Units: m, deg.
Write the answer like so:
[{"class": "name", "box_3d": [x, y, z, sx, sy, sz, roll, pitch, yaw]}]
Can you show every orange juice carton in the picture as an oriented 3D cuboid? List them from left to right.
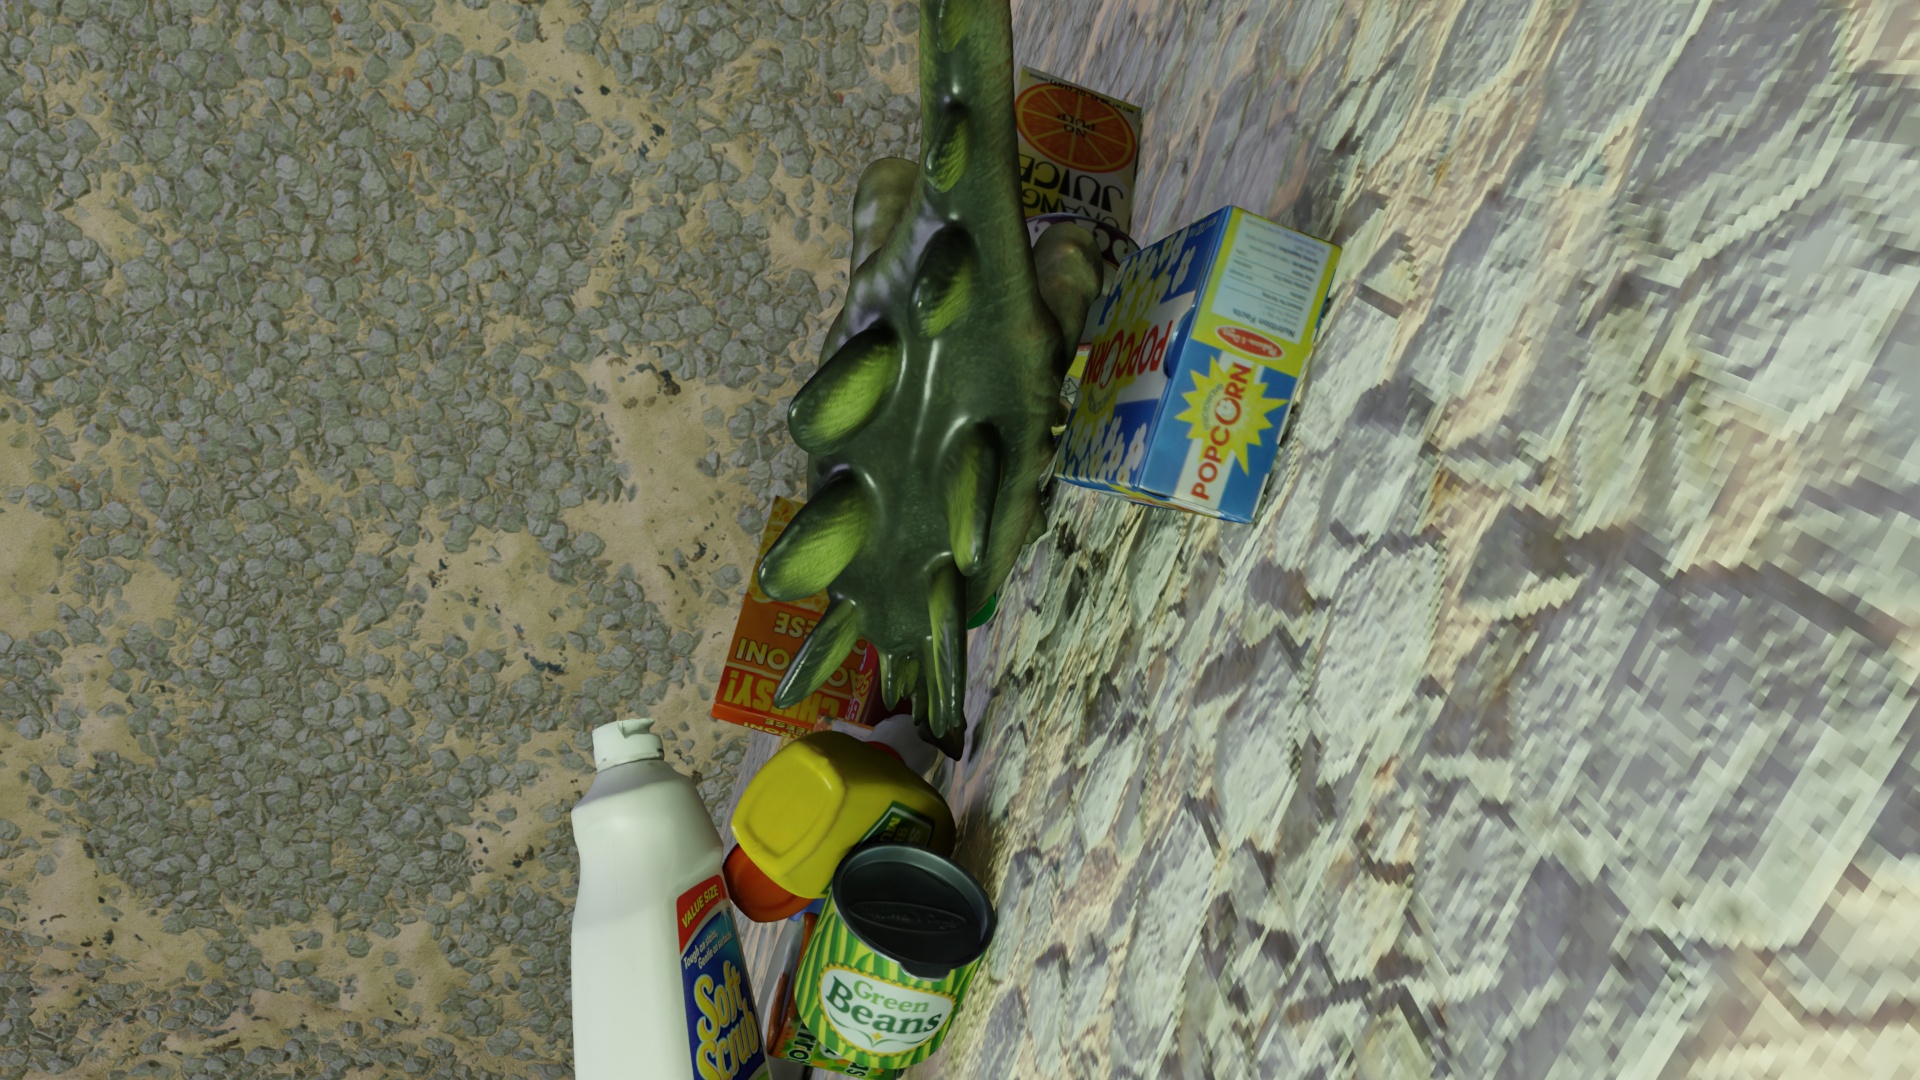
[{"class": "orange juice carton", "box_3d": [0.041, -0.151, 0.719, 0.072, 0.072, 0.194, 118, 167, -52]}]

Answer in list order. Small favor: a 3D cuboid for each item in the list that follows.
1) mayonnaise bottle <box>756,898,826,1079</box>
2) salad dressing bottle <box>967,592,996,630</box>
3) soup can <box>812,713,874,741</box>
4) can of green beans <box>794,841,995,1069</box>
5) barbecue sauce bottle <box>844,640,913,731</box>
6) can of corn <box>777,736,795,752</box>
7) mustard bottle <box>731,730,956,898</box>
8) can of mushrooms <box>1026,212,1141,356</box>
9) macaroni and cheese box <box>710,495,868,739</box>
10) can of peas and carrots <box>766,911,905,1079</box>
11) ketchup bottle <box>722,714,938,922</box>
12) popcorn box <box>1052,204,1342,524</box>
[{"class": "mayonnaise bottle", "box_3d": [-0.104, 0.284, 0.891, 0.064, 0.041, 0.148, 146, 142, -74]}, {"class": "salad dressing bottle", "box_3d": [0.003, -0.010, 0.782, 0.148, 0.044, 0.064, -86, 18, -53]}, {"class": "soup can", "box_3d": [-0.064, 0.150, 0.809, 0.071, 0.071, 0.084, 158, 129, -79]}, {"class": "can of green beans", "box_3d": [-0.027, 0.162, 0.545, 0.071, 0.071, 0.057, -89, 18, -62]}, {"class": "barbecue sauce bottle", "box_3d": [-0.056, 0.129, 0.878, 0.065, 0.044, 0.148, -123, 51, -80]}, {"class": "can of corn", "box_3d": [-0.104, 0.146, 1.056, 0.071, 0.071, 0.058, 125, 159, -64]}, {"class": "mustard bottle", "box_3d": [-0.037, 0.125, 0.613, 0.065, 0.049, 0.160, -52, -28, 2]}, {"class": "can of mushrooms", "box_3d": [0.045, -0.113, 0.619, 0.070, 0.071, 0.033, 127, 157, -66]}, {"class": "macaroni and cheese box", "box_3d": [-0.096, 0.062, 0.997, 0.040, 0.124, 0.167, 117, 168, -61]}, {"class": "can of peas and carrots", "box_3d": [-0.053, 0.212, 0.640, 0.071, 0.059, 0.071, -161, 87, -82]}, {"class": "ketchup bottle", "box_3d": [-0.059, 0.134, 0.706, 0.064, 0.043, 0.149, -37, 0, 30]}, {"class": "popcorn box", "box_3d": [0.070, -0.053, 0.450, 0.127, 0.038, 0.085, -152, 81, -82]}]
